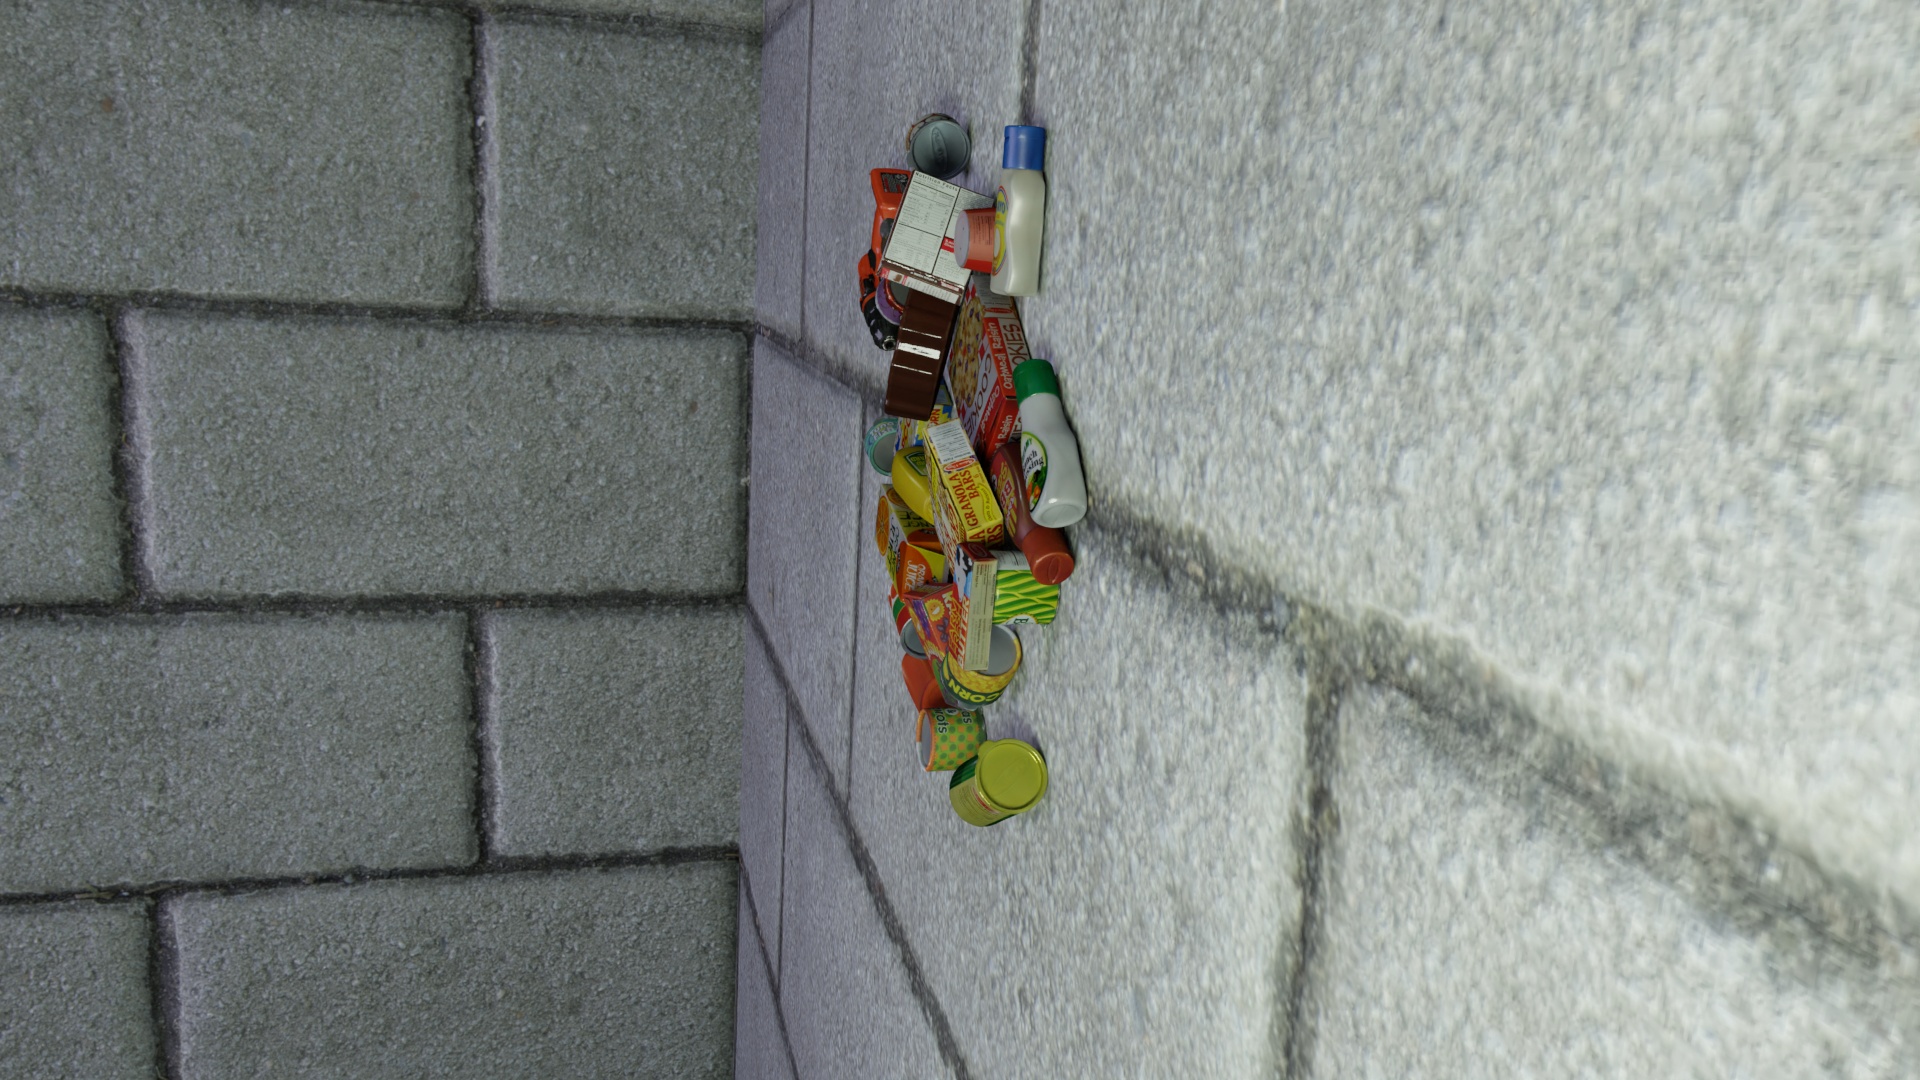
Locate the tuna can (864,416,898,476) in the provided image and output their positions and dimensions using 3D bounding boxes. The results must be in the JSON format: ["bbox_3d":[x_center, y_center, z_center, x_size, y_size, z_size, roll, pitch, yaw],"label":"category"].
[{"bbox_3d":[-0.082,-0.114,1.681,0.033,0.071,0.070,-116,30,-55],"label":"tuna can"}]

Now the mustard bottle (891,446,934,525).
[{"bbox_3d":[-0.027,-0.052,1.500,0.161,0.065,0.048,-127,39,-56],"label":"mustard bottle"}]

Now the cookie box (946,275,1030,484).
[{"bbox_3d":[0.028,-0.153,1.335,0.122,0.040,0.168,108,156,-48],"label":"cookie box"}]

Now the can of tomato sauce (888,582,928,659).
[{"bbox_3d":[-0.040,0.079,1.533,0.083,0.071,0.070,-112,27,-55],"label":"can of tomato sauce"}]

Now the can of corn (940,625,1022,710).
[{"bbox_3d":[0.019,0.117,1.312,0.058,0.071,0.071,115,151,-55],"label":"can of corn"}]

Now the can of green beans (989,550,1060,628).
[{"bbox_3d":[0.050,0.042,1.221,0.071,0.058,0.071,-179,89,-75],"label":"can of green beans"}]

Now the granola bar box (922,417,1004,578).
[{"bbox_3d":[0.005,-0.016,1.306,0.164,0.039,0.124,84,166,-57],"label":"granola bar box"}]

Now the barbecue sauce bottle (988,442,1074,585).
[{"bbox_3d":[0.062,-0.021,1.206,0.149,0.044,0.064,-110,22,-50],"label":"barbecue sauce bottle"}]

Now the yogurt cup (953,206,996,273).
[{"bbox_3d":[0.026,-0.285,1.320,0.072,0.054,0.072,-179,89,-74],"label":"yogurt cup"}]

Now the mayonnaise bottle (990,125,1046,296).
[{"bbox_3d":[0.053,-0.295,1.248,0.065,0.041,0.147,-136,47,-71],"label":"mayonnaise bottle"}]

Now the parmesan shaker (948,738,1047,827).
[{"bbox_3d":[0.031,0.220,1.266,0.102,0.071,0.071,129,138,-67],"label":"parmesan shaker"}]

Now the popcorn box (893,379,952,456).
[{"bbox_3d":[-0.045,-0.127,1.602,0.085,0.038,0.126,-108,24,-50],"label":"popcorn box"}]

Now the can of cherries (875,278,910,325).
[{"bbox_3d":[-0.059,-0.286,1.612,0.058,0.071,0.071,158,111,-72],"label":"can of cherries"}]

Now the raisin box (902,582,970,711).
[{"bbox_3d":[-0.012,0.105,1.395,0.123,0.040,0.086,68,166,-5],"label":"raisin box"}]

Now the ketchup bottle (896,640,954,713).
[{"bbox_3d":[-0.041,0.151,1.573,0.149,0.043,0.064,-127,40,-65],"label":"ketchup bottle"}]

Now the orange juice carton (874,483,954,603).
[{"bbox_3d":[-0.038,0.010,1.512,0.193,0.073,0.071,-118,32,-59],"label":"orange juice carton"}]

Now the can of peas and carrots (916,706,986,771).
[{"bbox_3d":[-0.010,0.202,1.433,0.071,0.059,0.071,-179,89,-74],"label":"can of peas and carrots"}]

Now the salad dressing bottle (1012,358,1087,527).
[{"bbox_3d":[0.072,-0.084,1.169,0.064,0.044,0.148,116,150,-55],"label":"salad dressing bottle"}]

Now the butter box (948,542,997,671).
[{"bbox_3d":[0.010,0.057,1.204,0.053,0.024,0.103,-133,45,-67],"label":"butter box"}]

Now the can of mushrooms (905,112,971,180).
[{"bbox_3d":[-0.027,-0.420,1.482,0.033,0.071,0.070,-111,26,-57],"label":"can of mushrooms"}]
